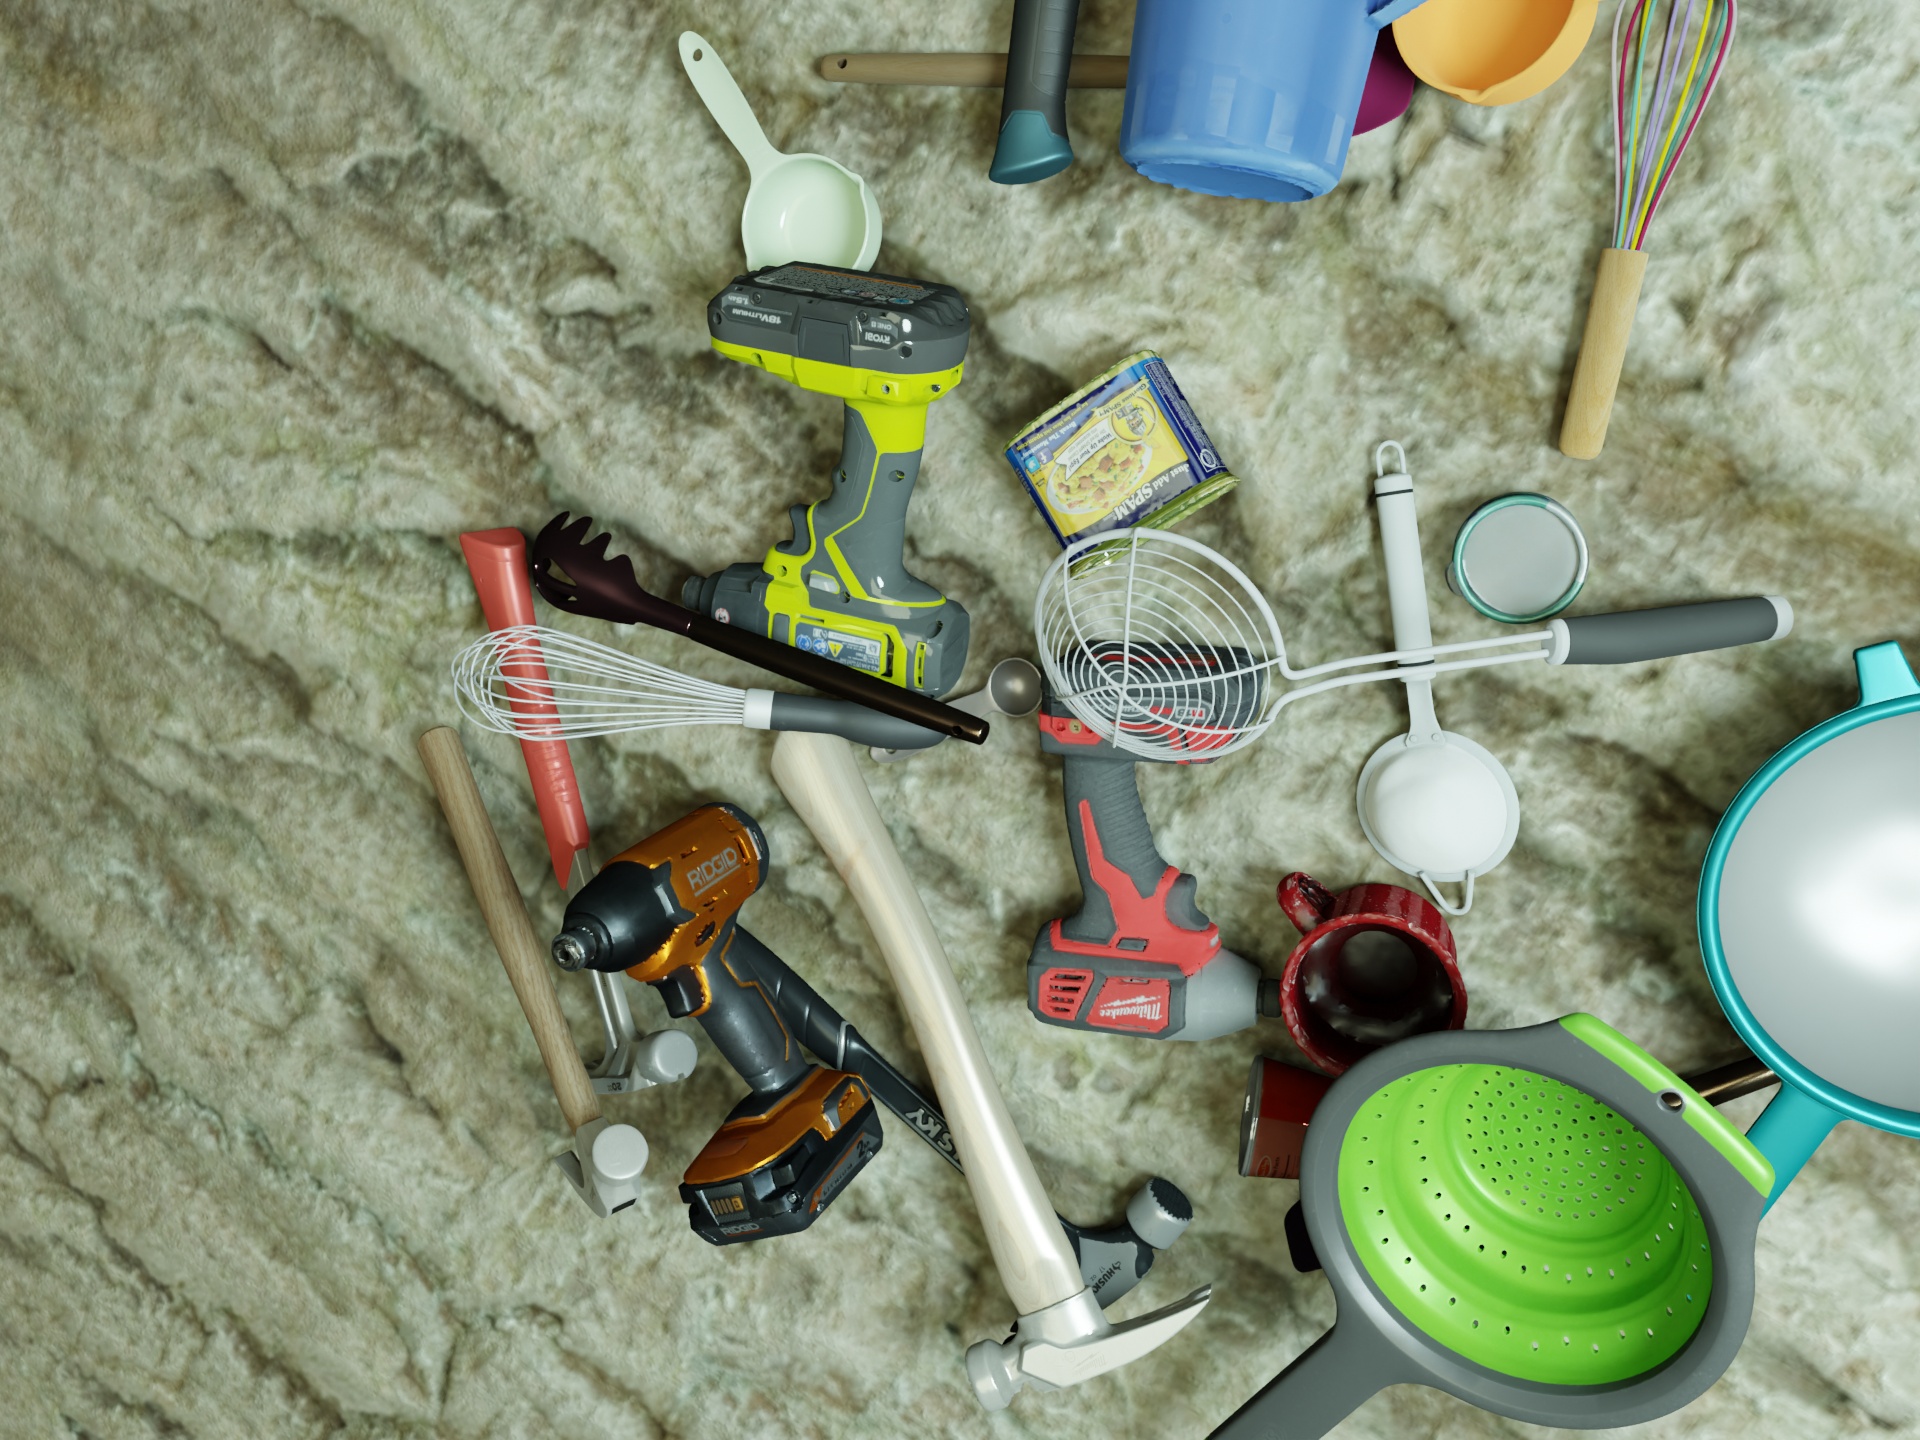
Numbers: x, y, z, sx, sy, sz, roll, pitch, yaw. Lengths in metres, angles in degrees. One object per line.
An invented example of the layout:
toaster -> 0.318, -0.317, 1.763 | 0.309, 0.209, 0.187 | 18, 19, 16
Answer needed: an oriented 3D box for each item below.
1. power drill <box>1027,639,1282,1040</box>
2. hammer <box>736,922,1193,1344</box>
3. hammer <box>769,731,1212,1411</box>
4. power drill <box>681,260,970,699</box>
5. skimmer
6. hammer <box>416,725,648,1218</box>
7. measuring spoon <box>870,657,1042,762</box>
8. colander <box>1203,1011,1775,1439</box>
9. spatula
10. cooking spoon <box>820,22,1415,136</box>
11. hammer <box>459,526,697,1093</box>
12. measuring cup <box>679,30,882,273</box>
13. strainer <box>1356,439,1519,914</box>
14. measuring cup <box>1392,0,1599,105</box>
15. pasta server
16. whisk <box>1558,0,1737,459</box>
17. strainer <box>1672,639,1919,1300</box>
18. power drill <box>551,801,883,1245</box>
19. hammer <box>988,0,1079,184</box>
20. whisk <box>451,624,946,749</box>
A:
power drill -> 0.110, 0.072, 0.877 | 0.143, 0.078, 0.219 | 4, 104, 17
hammer -> -0.059, 0.217, 0.981 | 0.409, 0.036, 0.149 | 39, 110, 8
hammer -> 0.000, 0.179, 0.924 | 0.146, 0.038, 0.411 | -25, 83, 9
power drill -> -0.077, -0.130, 0.882 | 0.171, 0.080, 0.223 | 14, 118, 16
skimmer -> 0.221, -0.048, 0.778 | 0.363, 0.090, 0.127 | -7, 128, -9
hammer -> -0.268, 0.147, 0.976 | 0.332, 0.031, 0.130 | 61, 152, 22
measuring spoon -> -0.001, -0.003, 0.933 | 0.124, 0.018, 0.034 | -25, 87, 27
colander -> 0.240, 0.283, 0.813 | 0.204, 0.094, 0.397 | 42, 125, 14
spatula -> 0.321, 0.225, 0.855 | 0.316, 0.060, 0.018 | -25, 120, 16
cooking spoon -> 0.075, -0.342, 0.839 | 0.319, 0.017, 0.069 | 8, 97, 16
hammer -> -0.255, 0.056, 0.997 | 0.149, 0.036, 0.359 | -17, 88, 51
measuring cup -> -0.105, -0.314, 0.894 | 0.083, 0.038, 0.167 | -33, 87, 21
strainer -> 0.239, -0.018, 0.837 | 0.087, 0.050, 0.258 | -6, 95, 34
measuring cup -> 0.291, -0.333, 0.732 | 0.174, 0.052, 0.095 | 7, 101, 32
pasta server -> -0.122, -0.047, 0.892 | 0.316, 0.040, 0.060 | 20, 125, 21
whisk -> 0.325, -0.249, 0.767 | 0.047, 0.051, 0.245 | 26, 116, 47
strainer -> 0.435, 0.137, 0.773 | 0.211, 0.095, 0.340 | 31, 110, 13
power drill -> -0.141, 0.174, 0.895 | 0.084, 0.164, 0.226 | -19, 96, 29
hammer -> 0.055, -0.443, 0.807 | 0.128, 0.033, 0.331 | 9, 98, 17
whisk -> -0.148, -0.010, 0.912 | 0.284, 0.070, 0.070 | 7, 103, -4
